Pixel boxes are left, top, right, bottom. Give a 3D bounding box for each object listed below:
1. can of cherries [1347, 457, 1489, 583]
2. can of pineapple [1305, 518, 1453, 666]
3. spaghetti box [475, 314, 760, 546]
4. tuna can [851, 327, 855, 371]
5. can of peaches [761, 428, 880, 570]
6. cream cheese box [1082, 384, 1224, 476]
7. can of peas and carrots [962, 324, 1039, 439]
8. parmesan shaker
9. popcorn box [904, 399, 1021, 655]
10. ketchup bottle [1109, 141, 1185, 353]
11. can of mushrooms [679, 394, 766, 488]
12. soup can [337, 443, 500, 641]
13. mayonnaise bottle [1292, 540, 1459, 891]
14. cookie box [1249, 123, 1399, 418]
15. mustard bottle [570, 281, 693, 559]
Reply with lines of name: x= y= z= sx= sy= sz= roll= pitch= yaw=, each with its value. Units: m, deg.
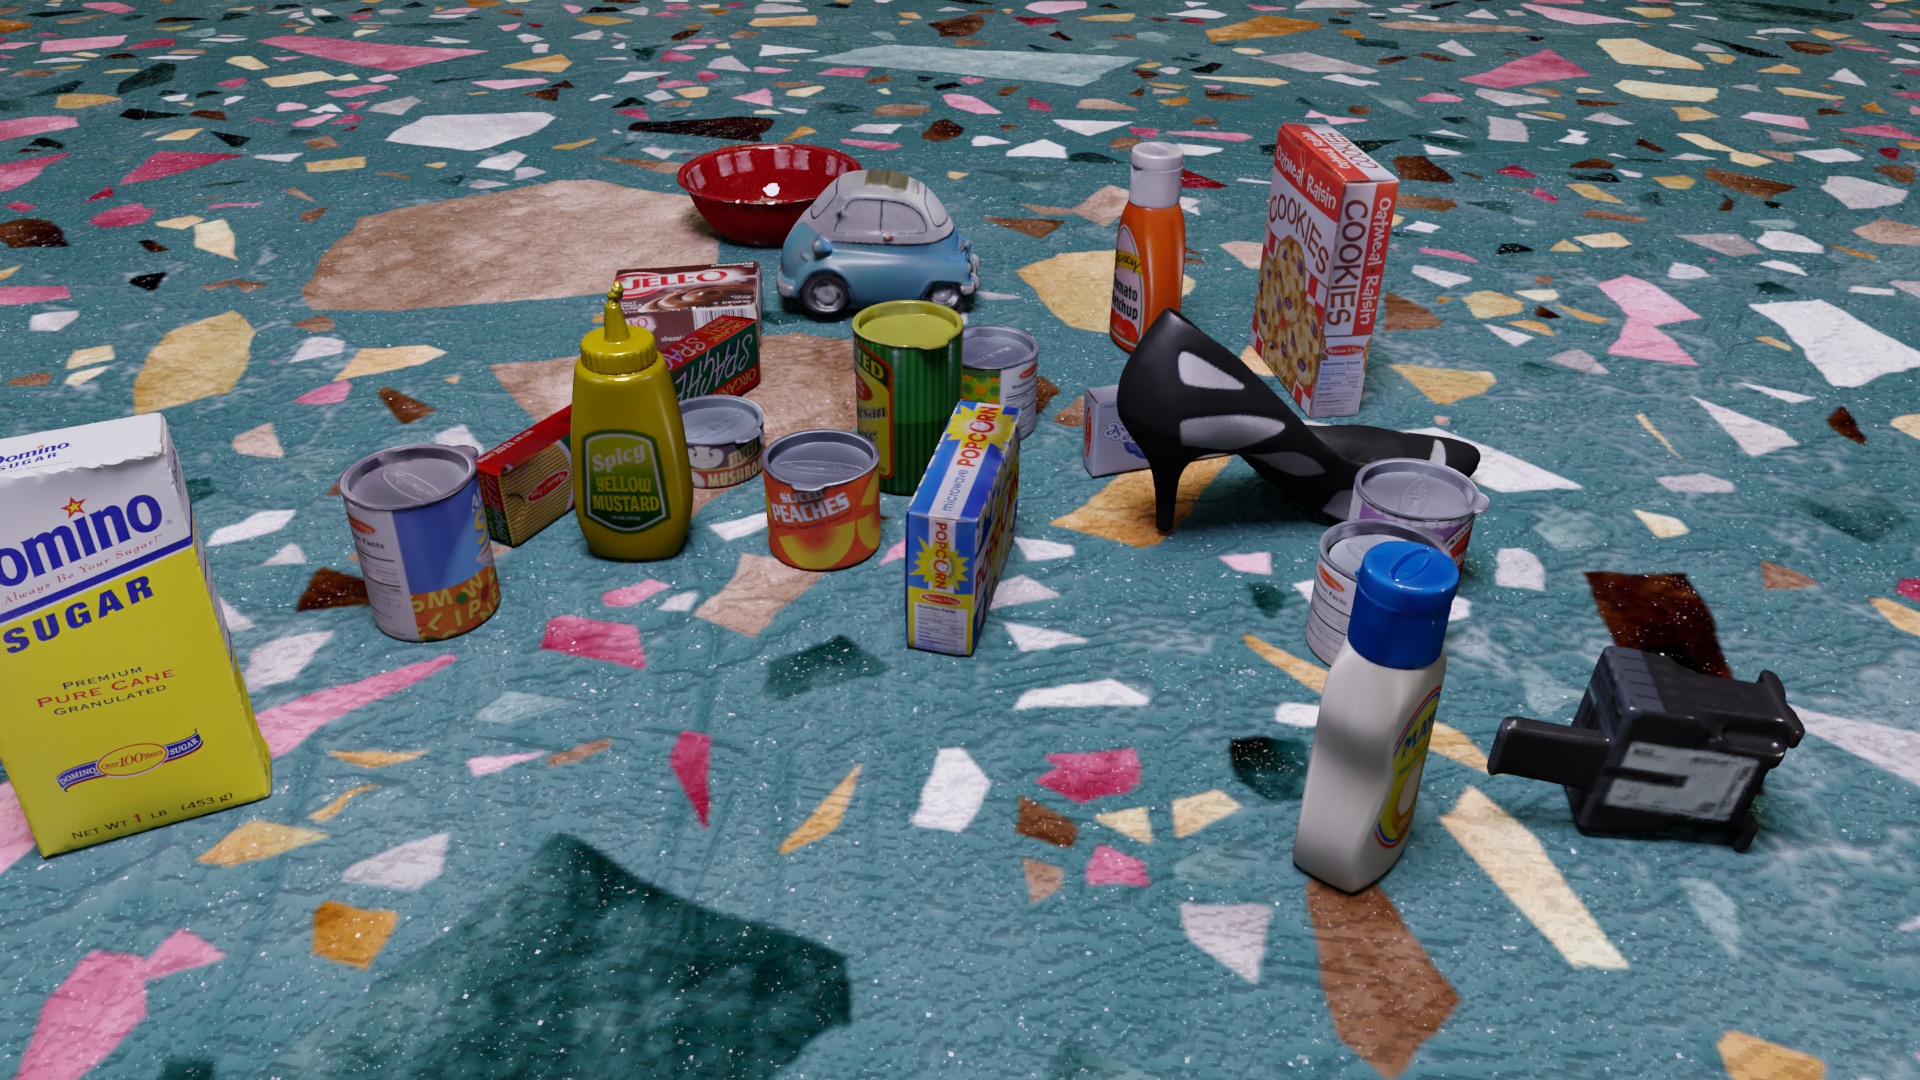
can of cherries: x=0.250 y=-0.004 z=0.769 sx=0.071 sy=0.058 sz=0.072 roll=1 pitch=32 yaw=0
can of pineapple: x=0.216 y=0.030 z=0.716 sx=0.071 sy=0.057 sz=0.071 roll=1 pitch=32 yaw=0
spaghetti box: x=-0.209 y=-0.078 z=0.882 sx=0.029 sy=0.050 sz=0.251 roll=16 pitch=36 yaw=23
tuna can: x=-0.042 y=-0.138 z=0.997 sx=0.071 sy=0.032 sz=0.071 roll=1 pitch=32 yaw=0
can of peaches: x=-0.079 y=-0.022 z=0.791 sx=0.071 sy=0.057 sz=0.071 roll=1 pitch=32 yaw=0
cream cheese box: x=0.128 y=-0.075 z=0.883 sx=0.104 sy=0.053 sz=0.024 roll=-10 pitch=34 yaw=-17
can of peas and carrots: x=0.016 y=-0.104 z=0.920 sx=0.071 sy=0.058 sz=0.071 roll=1 pitch=32 yaw=0
parmesan shaker: x=-0.031 y=-0.085 z=0.850 sx=0.071 sy=0.102 sz=0.072 roll=1 pitch=32 yaw=0
popcorn box: x=0.003 y=-0.009 z=0.747 sx=0.038 sy=0.084 sz=0.127 roll=7 pitch=33 yaw=10
ketchup bottle: x=0.138 y=-0.211 z=1.008 sx=0.043 sy=0.148 sz=0.065 roll=-12 pitch=34 yaw=-18
can of mushrooms: x=-0.154 y=-0.062 z=0.874 sx=0.071 sy=0.033 sz=0.071 roll=1 pitch=32 yaw=0
soup can: x=-0.279 y=0.000 z=0.728 sx=0.071 sy=0.083 sz=0.072 roll=1 pitch=32 yaw=0
mayonnaise bottle: x=0.171 y=0.071 z=0.566 sx=0.041 sy=0.147 sz=0.065 roll=25 pitch=40 yaw=33
cookie box: x=0.245 y=-0.187 z=0.955 sx=0.040 sy=0.166 sz=0.123 roll=-4 pitch=33 yaw=-8
mustard bottle: x=-0.184 y=-0.065 z=0.762 sx=0.065 sy=0.159 sz=0.049 roll=0 pitch=32 yaw=-2
